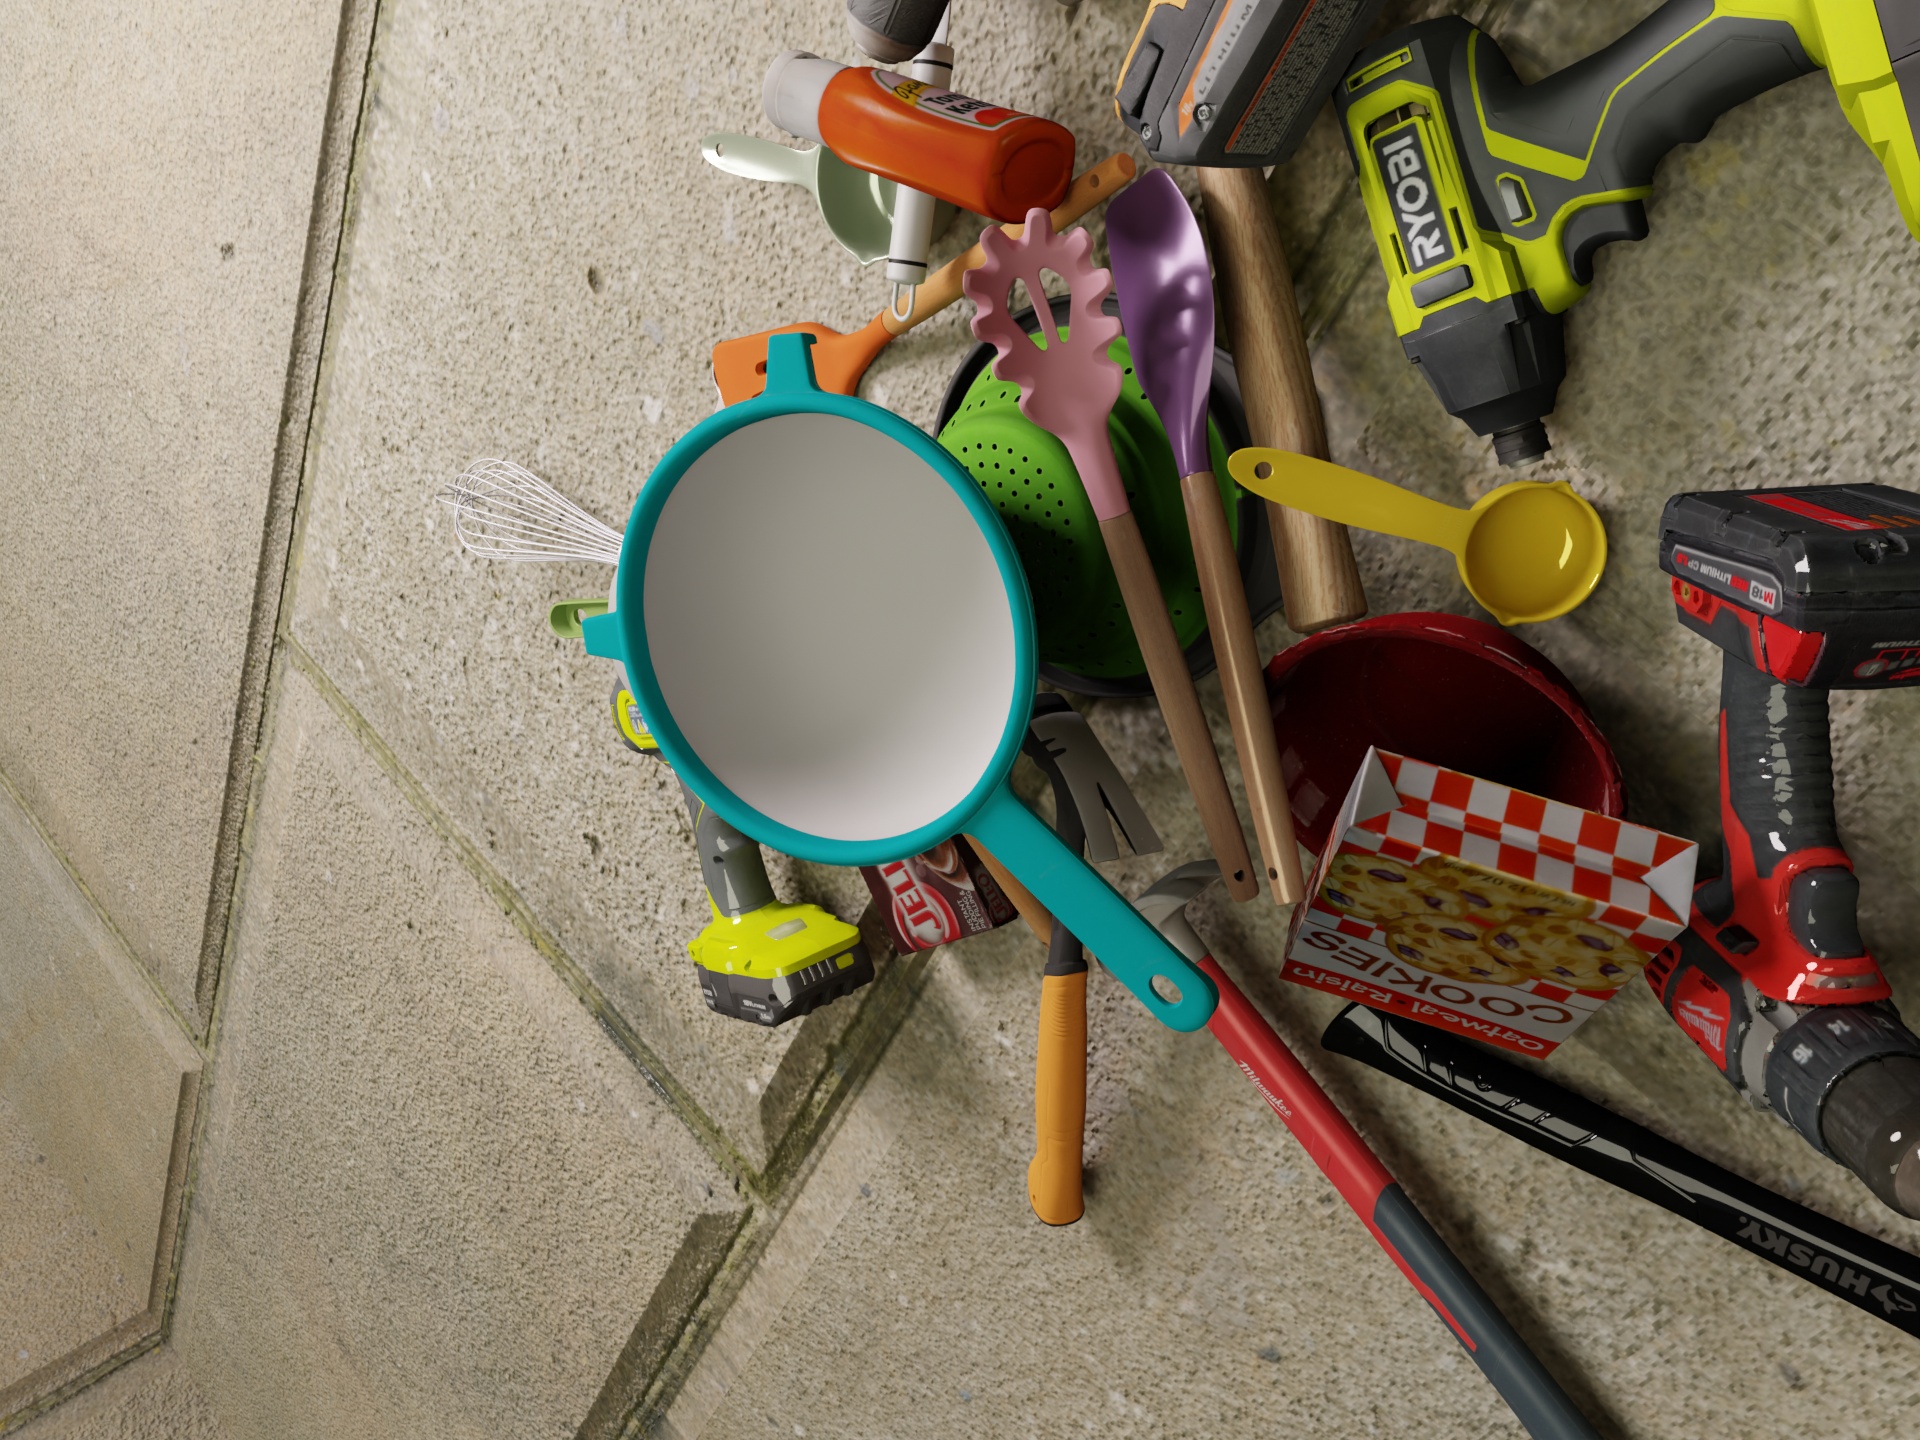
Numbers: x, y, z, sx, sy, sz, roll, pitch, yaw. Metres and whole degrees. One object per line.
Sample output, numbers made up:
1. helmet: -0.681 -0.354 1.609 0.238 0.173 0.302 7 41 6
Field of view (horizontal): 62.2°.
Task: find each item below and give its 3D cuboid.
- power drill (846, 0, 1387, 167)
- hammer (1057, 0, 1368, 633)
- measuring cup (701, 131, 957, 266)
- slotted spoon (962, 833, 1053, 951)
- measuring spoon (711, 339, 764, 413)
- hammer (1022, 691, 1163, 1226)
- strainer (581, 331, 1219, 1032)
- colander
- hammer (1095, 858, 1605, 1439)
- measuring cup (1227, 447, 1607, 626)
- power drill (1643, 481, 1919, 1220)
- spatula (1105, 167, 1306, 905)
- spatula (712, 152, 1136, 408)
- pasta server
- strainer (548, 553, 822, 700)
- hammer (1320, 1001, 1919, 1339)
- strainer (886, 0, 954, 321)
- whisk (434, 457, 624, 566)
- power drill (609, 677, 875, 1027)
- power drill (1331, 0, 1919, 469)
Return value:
1. power drill: 0.048 -0.308 0.632 0.226 0.084 0.185 49 131 21
2. hammer: 0.124 -0.202 0.677 0.130 0.031 0.331 -12 91 42
3. measuring cup: -0.068 -0.289 0.832 0.168 0.038 0.083 24 121 34
4. slotted spoon: -0.024 0.009 0.863 0.313 0.031 0.070 56 158 -15
5. measuring spoon: -0.138 -0.164 0.943 0.034 0.018 0.124 27 114 25
6. hammer: 0.059 0.156 0.853 0.127 0.034 0.336 -119 23 -53
7. strainer: -0.001 -0.002 0.720 0.340 0.095 0.211 45 119 7
8. colander: -0.018 -0.099 0.822 0.397 0.094 0.204 1 108 40
9. hammer: 0.212 0.235 0.770 0.386 0.038 0.143 51 158 9
10. measuring cup: 0.185 -0.085 0.653 0.156 0.029 0.062 18 107 3
11. power drill: 0.304 0.042 0.550 0.080 0.188 0.226 -3 107 0
12. spatula: 0.107 -0.079 0.669 0.060 0.018 0.316 -19 81 57
13. spatula: -0.028 -0.209 0.805 0.322 0.041 0.081 -16 94 53
14. pasta server: 0.076 -0.062 0.689 0.060 0.040 0.316 -19 101 8
15. strainer: -0.178 -0.051 0.871 0.256 0.069 0.151 3 109 47
16. hammer: 0.313 0.206 0.700 0.335 0.035 0.146 23 120 33
17. strainer: -0.011 -0.318 0.742 0.087 0.050 0.258 18 107 35
18. whisk: -0.233 -0.115 1.034 0.285 0.070 0.070 20 119 28
19. power drill: -0.131 0.065 0.978 0.190 0.080 0.228 -4 105 57
20. power drill: 0.254 -0.196 0.565 0.223 0.080 0.171 -13 97 47
